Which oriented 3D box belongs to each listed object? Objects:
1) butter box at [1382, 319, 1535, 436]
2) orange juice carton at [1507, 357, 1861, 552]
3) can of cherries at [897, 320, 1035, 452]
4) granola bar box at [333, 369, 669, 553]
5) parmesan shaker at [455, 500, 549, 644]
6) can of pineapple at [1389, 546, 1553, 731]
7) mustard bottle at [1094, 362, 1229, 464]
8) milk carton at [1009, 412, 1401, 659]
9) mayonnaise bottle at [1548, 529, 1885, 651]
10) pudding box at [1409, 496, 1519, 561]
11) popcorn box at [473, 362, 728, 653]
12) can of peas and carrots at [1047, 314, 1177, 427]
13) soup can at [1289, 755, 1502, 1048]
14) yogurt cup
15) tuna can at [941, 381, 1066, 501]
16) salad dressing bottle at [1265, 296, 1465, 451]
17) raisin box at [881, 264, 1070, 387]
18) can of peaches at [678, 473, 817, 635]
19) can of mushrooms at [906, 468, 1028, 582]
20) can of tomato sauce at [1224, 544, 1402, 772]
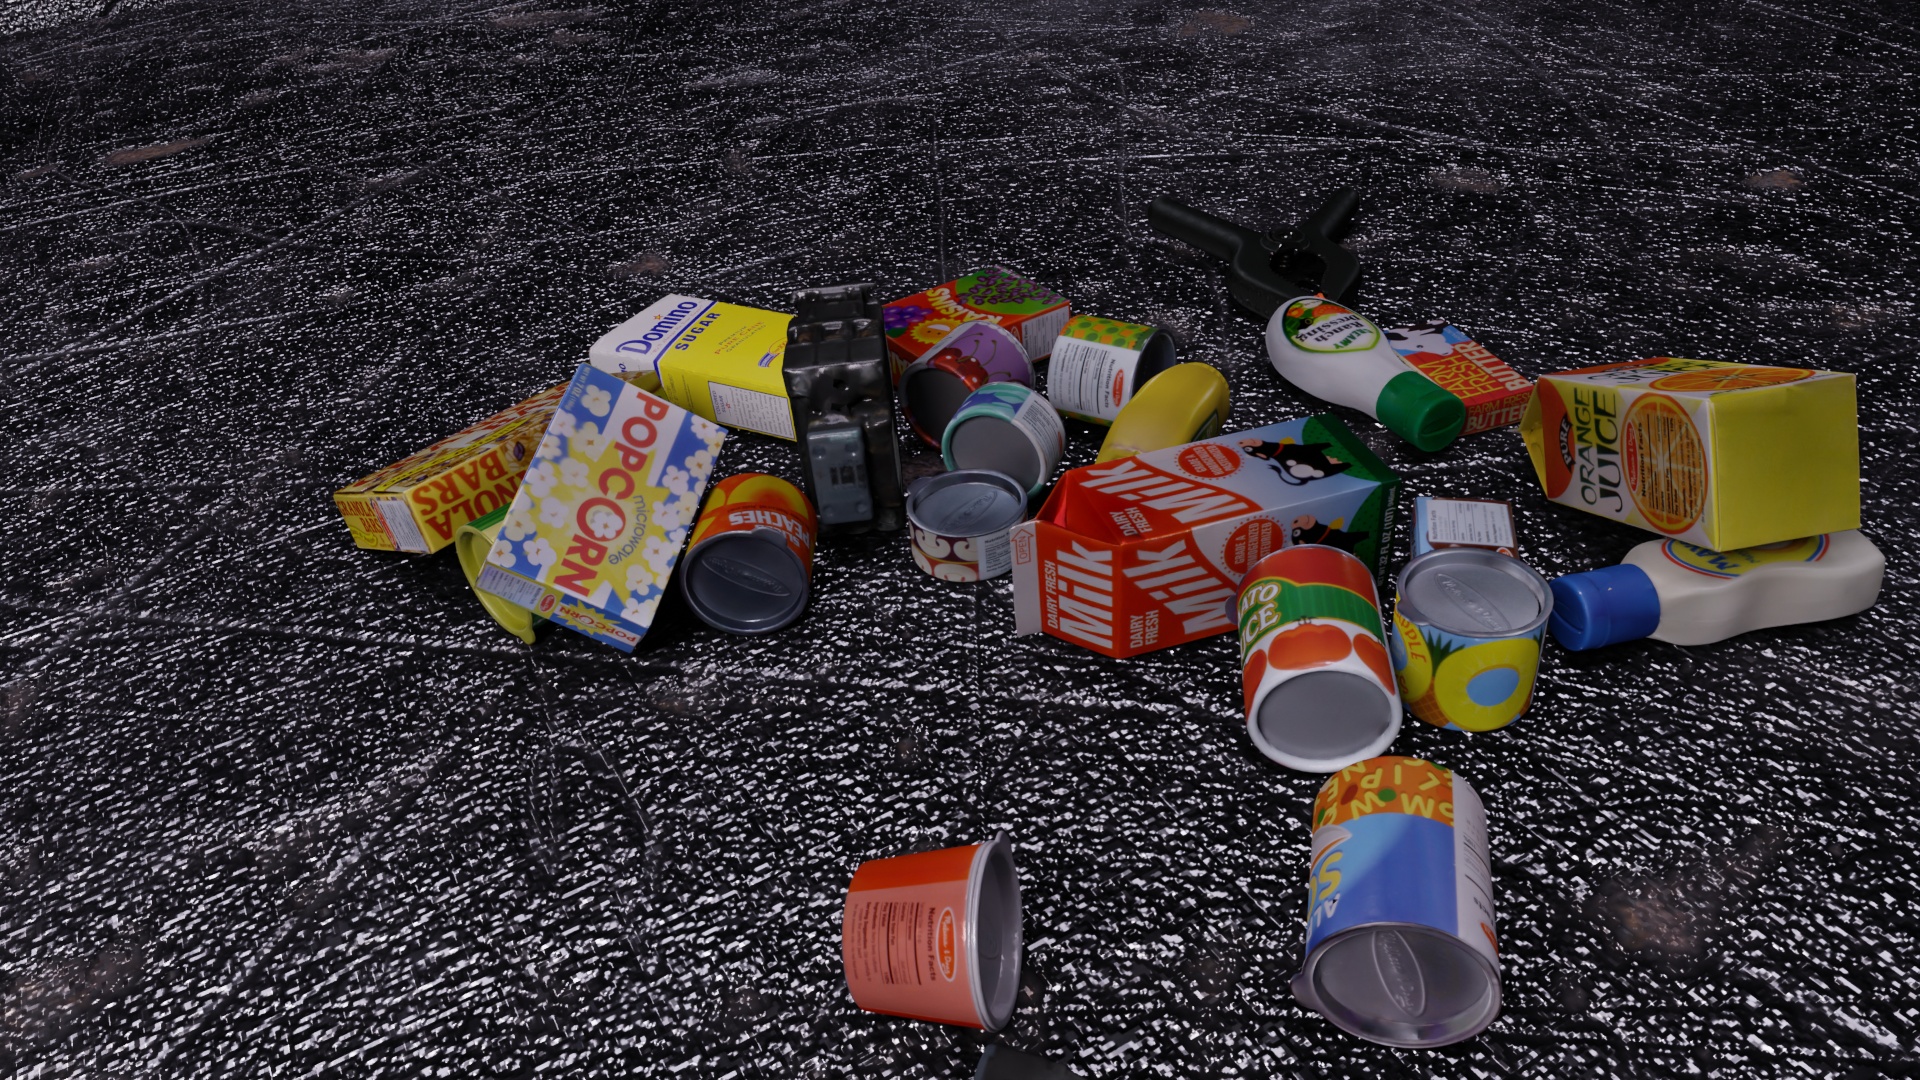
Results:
[{"bbox_3d":[0.304,-0.102,0.862,0.053,0.024,0.104,-14,35,-11],"label":"butter box"},{"bbox_3d":[0.358,-0.051,0.711,0.072,0.073,0.193,-9,11,-4],"label":"orange juice carton"},{"bbox_3d":[0.006,-0.092,0.854,0.071,0.071,0.059,16,40,28],"label":"can of cherries"},{"bbox_3d":[-0.267,-0.049,0.817,0.166,0.039,0.124,-34,23,-35],"label":"granola bar box"},{"bbox_3d":[-0.208,0.001,0.754,0.071,0.071,0.103,25,44,36],"label":"parmesan shaker"},{"bbox_3d":[0.229,0.045,0.634,0.071,0.057,0.071,-4,35,3],"label":"can of pineapple"},{"bbox_3d":[0.124,-0.067,0.803,0.049,0.065,0.161,23,39,16],"label":"mustard bottle"},{"bbox_3d":[0.117,0.000,0.701,0.191,0.072,0.074,-14,36,-11],"label":"milk carton"},{"bbox_3d":[0.356,0.021,0.664,0.148,0.041,0.065,-11,30,-9],"label":"mayonnaise bottle"},{"bbox_3d":[0.254,0.012,0.701,0.050,0.030,0.084,5,36,12],"label":"pudding box"},{"bbox_3d":[-0.181,-0.018,0.710,0.085,0.038,0.127,26,58,-17],"label":"popcorn box"},{"bbox_3d":[0.095,-0.103,0.857,0.059,0.070,0.071,16,40,28],"label":"can of peas and carrots"},{"bbox_3d":[0.159,0.132,0.514,0.071,0.071,0.084,4,35,14],"label":"soup can"},{"bbox_3d":[-0.010,0.147,0.518,0.054,0.072,0.073,-5,34,15],"label":"yogurt cup"},{"bbox_3d":[0.022,-0.054,0.798,0.071,0.070,0.033,9,38,20],"label":"tuna can"},{"bbox_3d":[0.247,-0.103,0.854,0.064,0.043,0.148,-21,38,-14],"label":"salad dressing bottle"},{"bbox_3d":[0.002,-0.142,0.947,0.124,0.039,0.086,-24,40,-27],"label":"raisin box"},{"bbox_3d":[-0.108,0.005,0.727,0.071,0.071,0.058,-4,34,3],"label":"can of peaches"},{"bbox_3d":[0.003,-0.010,0.763,0.071,0.033,0.071,-4,36,3],"label":"can of mushrooms"},{"bbox_3d":[0.157,0.053,0.625,0.071,0.070,0.083,0,36,7],"label":"can of tomato sauce"}]
